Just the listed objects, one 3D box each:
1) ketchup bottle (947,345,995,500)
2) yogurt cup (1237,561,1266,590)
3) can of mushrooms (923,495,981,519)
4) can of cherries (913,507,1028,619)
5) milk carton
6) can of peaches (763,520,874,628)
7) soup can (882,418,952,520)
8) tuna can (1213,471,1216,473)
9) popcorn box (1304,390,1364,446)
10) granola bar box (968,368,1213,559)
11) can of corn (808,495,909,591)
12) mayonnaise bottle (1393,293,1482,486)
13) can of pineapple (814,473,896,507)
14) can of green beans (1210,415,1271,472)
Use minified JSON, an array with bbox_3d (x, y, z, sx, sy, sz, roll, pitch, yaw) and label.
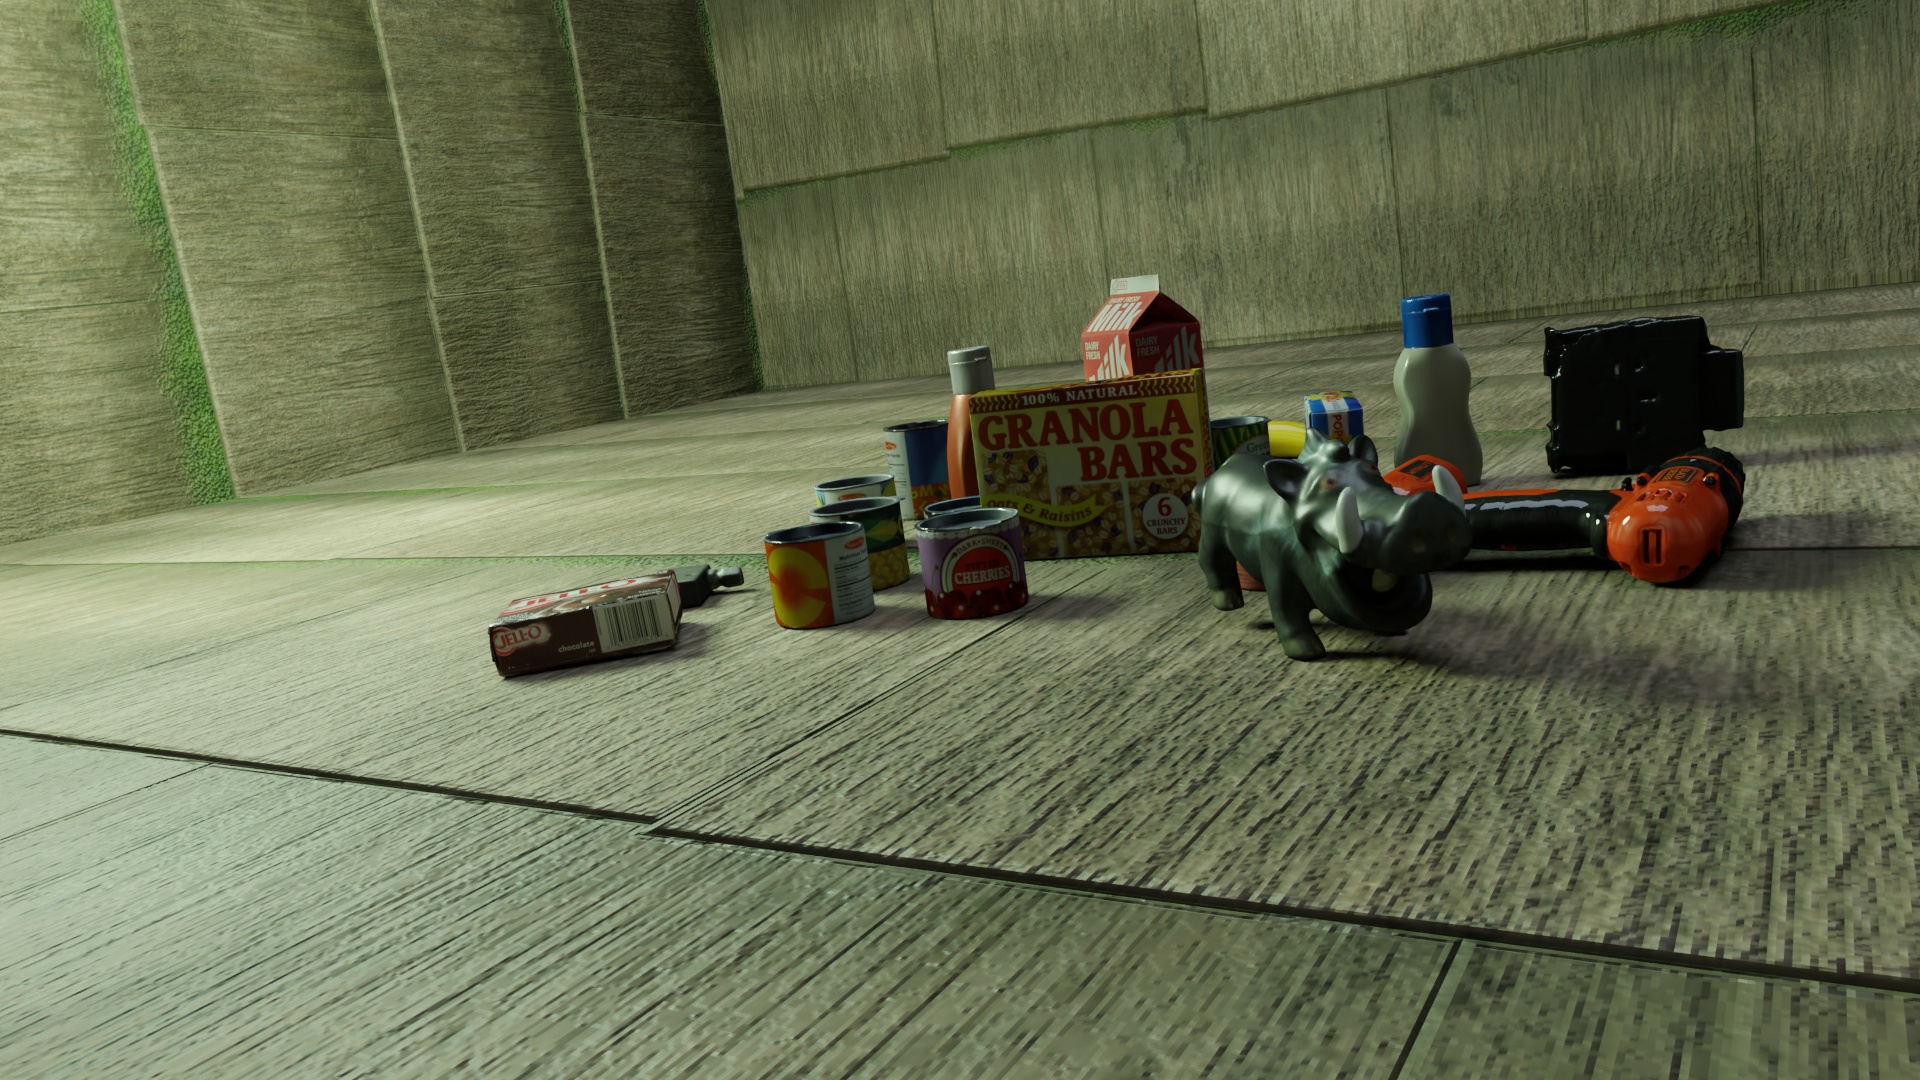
[{"bbox_3d":[0.017,-0.091,1.193,0.065,0.148,0.043,-13,11,-30],"label":"ketchup bottle"},{"bbox_3d":[0.189,-0.002,0.842,0.072,0.054,0.072,-7,10,1],"label":"yogurt cup"},{"bbox_3d":[0.004,-0.014,1.101,0.071,0.033,0.071,-7,10,1],"label":"can of mushrooms"},{"bbox_3d":[0.008,0.014,0.874,0.071,0.058,0.071,-7,10,1],"label":"can of cherries"},{"bbox_3d":[0.153,-0.121,1.141,0.074,0.190,0.072,-12,11,-26],"label":"milk carton"},{"bbox_3d":[-0.093,0.022,0.907,0.071,0.058,0.071,-7,10,1],"label":"can of peaches"},{"bbox_3d":[-0.030,-0.066,1.271,0.071,0.083,0.071,-7,10,1],"label":"soup can"},{"bbox_3d":[0.221,-0.036,1.071,0.071,0.032,0.071,-7,10,1],"label":"tuna can"},{"bbox_3d":[0.275,-0.061,1.020,0.038,0.085,0.127,-5,10,13],"label":"popcorn box"},{"bbox_3d":[0.095,-0.052,0.991,0.165,0.124,0.039,-4,10,21],"label":"granola bar box"},{"bbox_3d":[-0.070,0.003,0.995,0.071,0.058,0.071,-7,10,1],"label":"can of corn"},{"bbox_3d":[0.364,-0.114,1.070,0.065,0.147,0.041,-7,10,6],"label":"mayonnaise bottle"},{"bbox_3d":[-0.082,-0.021,1.135,0.071,0.057,0.071,-7,10,1],"label":"can of pineapple"},{"bbox_3d":[0.235,-0.074,1.199,0.071,0.057,0.071,-7,10,1],"label":"can of green beans"}]
